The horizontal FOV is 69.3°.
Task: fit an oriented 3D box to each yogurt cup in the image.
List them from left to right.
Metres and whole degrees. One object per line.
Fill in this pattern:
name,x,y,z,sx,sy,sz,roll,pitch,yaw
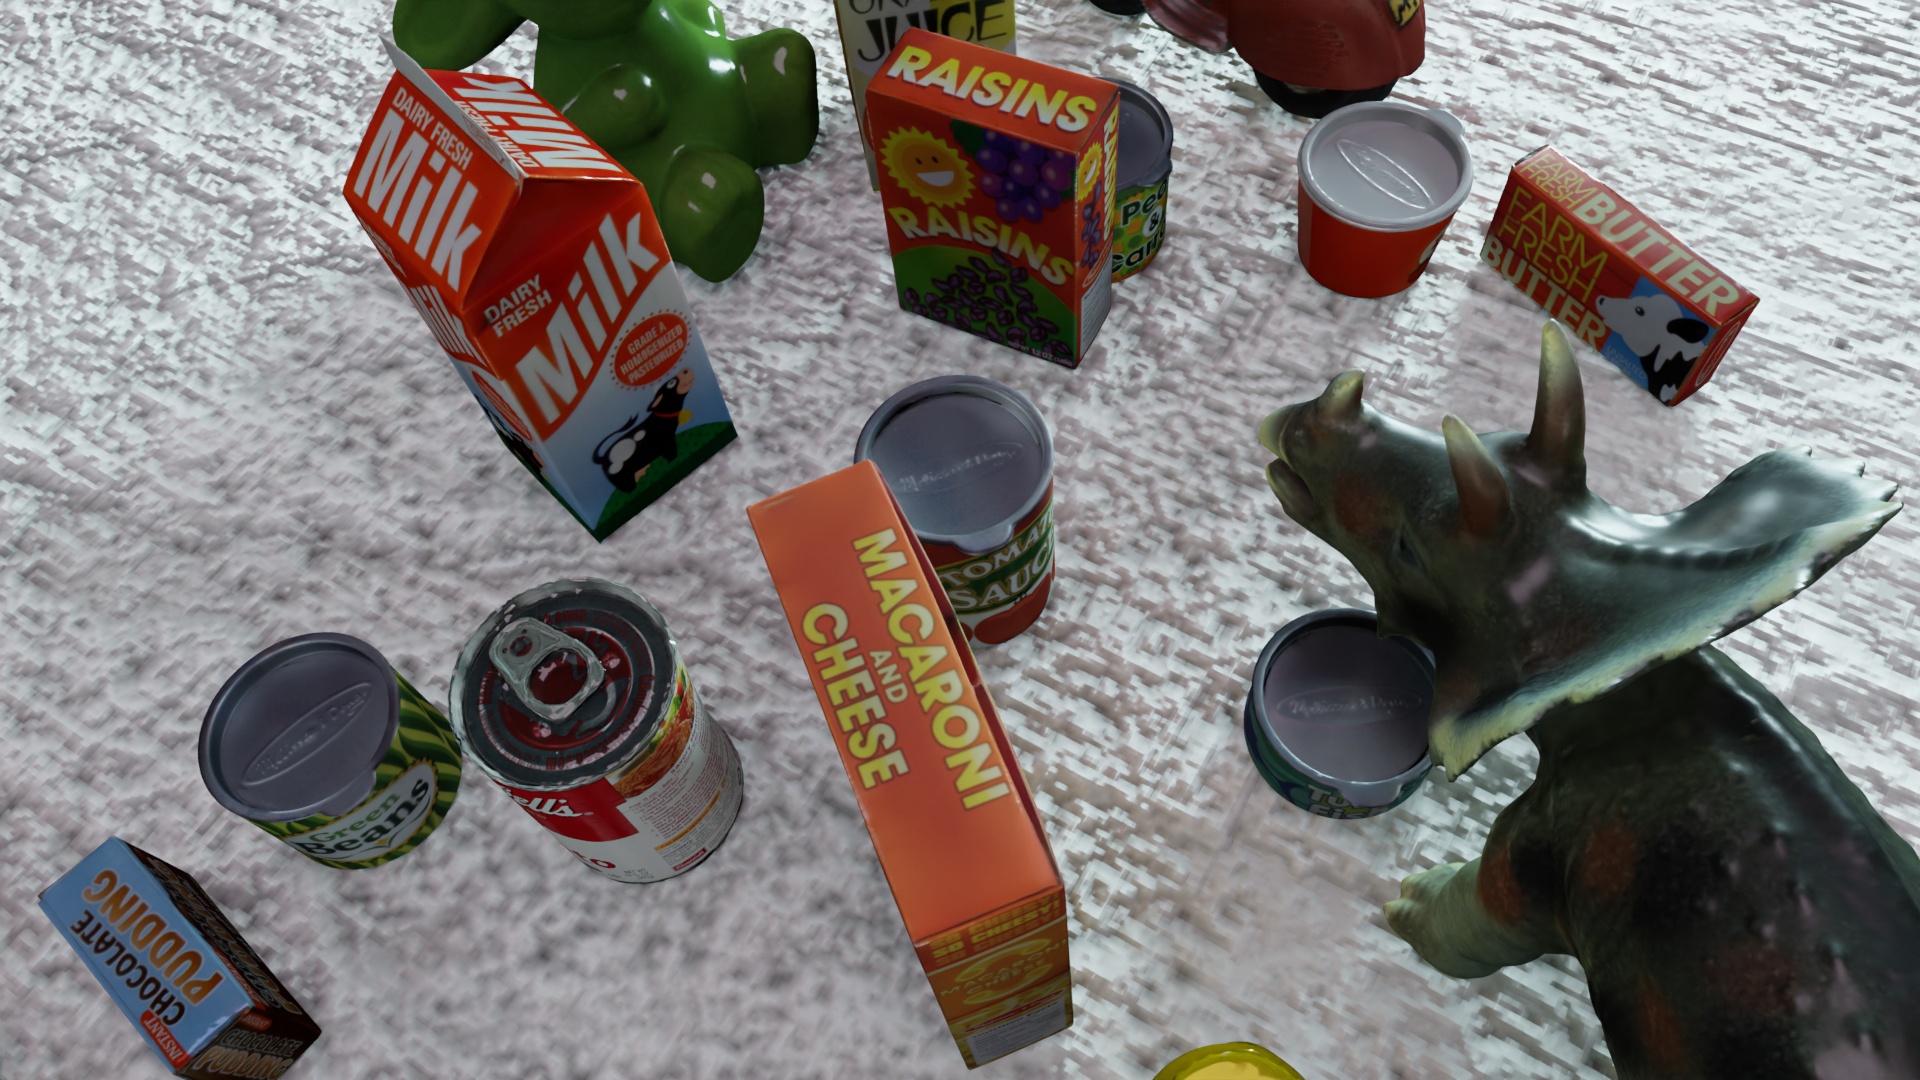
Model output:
yogurt cup,0.169,-0.137,0.569,0.072,0.053,0.073,-2,60,4

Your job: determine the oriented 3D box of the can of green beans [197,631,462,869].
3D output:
can of green beans,-0.213,0.073,0.476,0.071,0.057,0.071,-2,60,4

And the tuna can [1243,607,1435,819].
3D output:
tuna can,0.131,0.061,0.470,0.071,0.032,0.071,-2,60,3

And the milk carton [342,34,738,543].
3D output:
milk carton,-0.145,-0.086,0.487,0.074,0.189,0.072,-41,65,-17

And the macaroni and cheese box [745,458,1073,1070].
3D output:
macaroni and cheese box,-0.009,0.072,0.399,0.040,0.165,0.124,-21,61,-7

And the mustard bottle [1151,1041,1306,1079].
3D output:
mustard bottle,0.064,0.157,0.347,0.065,0.159,0.049,-34,63,-14

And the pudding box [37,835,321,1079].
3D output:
pudding box,-0.251,0.137,0.447,0.084,0.049,0.030,36,69,22

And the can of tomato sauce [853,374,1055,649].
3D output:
can of tomato sauce,0.002,-0.006,0.491,0.071,0.082,0.071,-2,60,4

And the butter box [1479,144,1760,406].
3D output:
butter box,0.254,-0.104,0.544,0.024,0.053,0.104,-33,63,-14

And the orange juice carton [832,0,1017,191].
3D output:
orange juice carton,-0.019,-0.240,0.564,0.072,0.191,0.073,-12,60,-2

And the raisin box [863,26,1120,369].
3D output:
raisin box,0.015,-0.129,0.537,0.086,0.123,0.040,22,65,16

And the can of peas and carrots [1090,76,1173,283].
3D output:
can of peas and carrots,0.057,-0.148,0.582,0.071,0.058,0.071,-2,60,4
